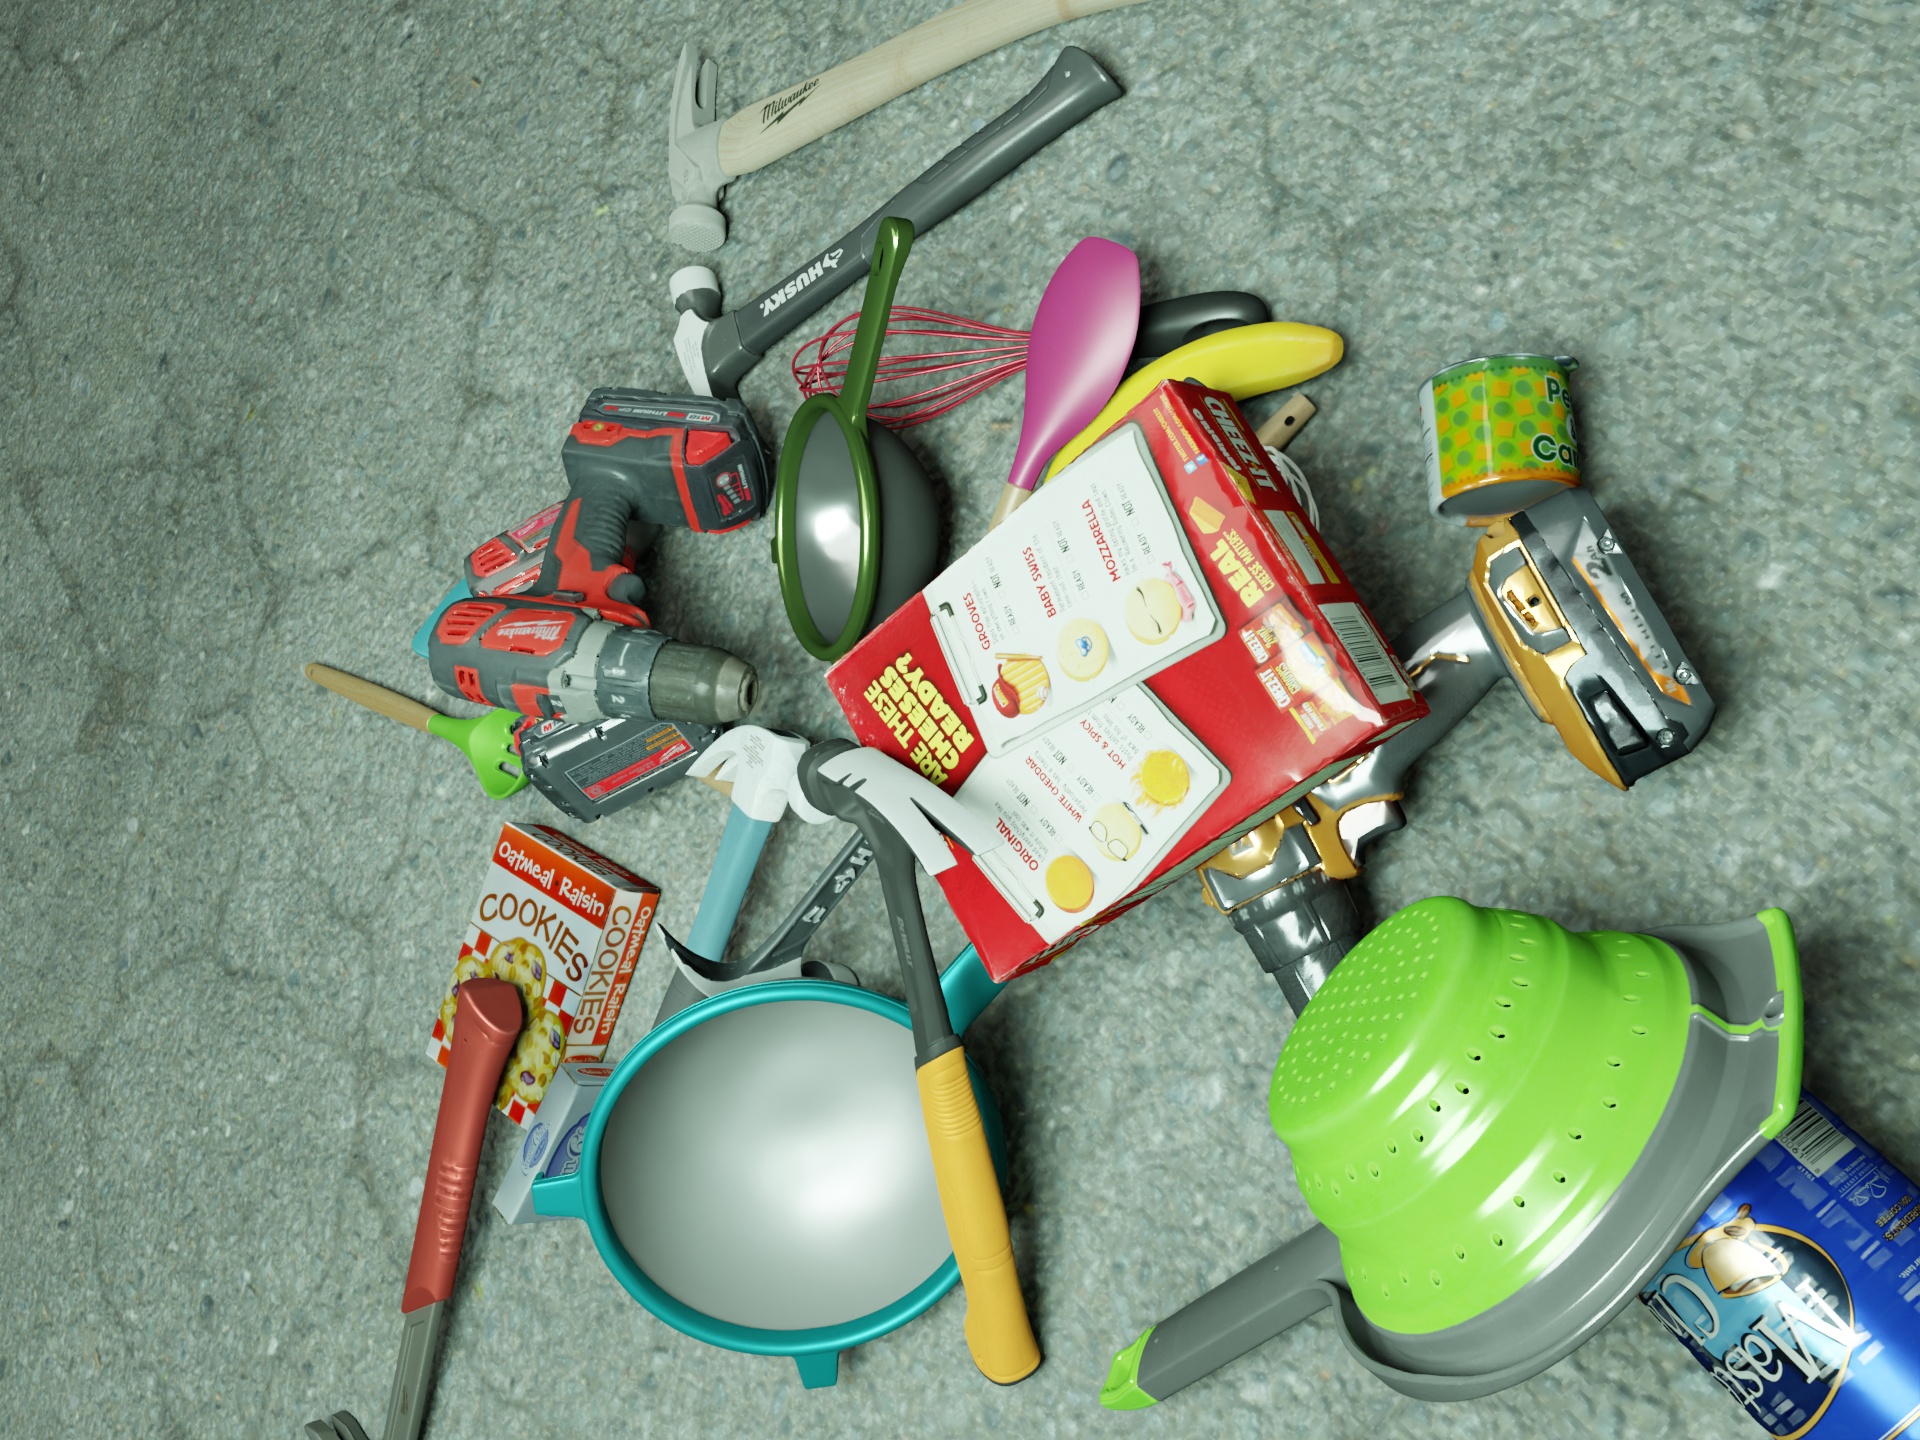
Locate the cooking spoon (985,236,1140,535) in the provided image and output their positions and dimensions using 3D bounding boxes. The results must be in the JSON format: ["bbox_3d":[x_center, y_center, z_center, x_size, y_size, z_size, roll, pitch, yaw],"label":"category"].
[{"bbox_3d":[0.023,-0.102,0.859,0.069,0.017,0.318,33,111,36],"label":"cooking spoon"}]

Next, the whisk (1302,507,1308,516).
[{"bbox_3d":[0.089,-0.019,0.778,0.245,0.051,0.047,-48,62,40],"label":"whisk"}]

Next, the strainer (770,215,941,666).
[{"bbox_3d":[-0.040,-0.151,0.879,0.152,0.069,0.256,-120,37,-44],"label":"strainer"}]

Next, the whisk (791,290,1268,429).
[{"bbox_3d":[0.029,-0.206,0.889,0.296,0.073,0.073,-1,80,30],"label":"whisk"}]

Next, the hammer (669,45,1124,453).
[{"bbox_3d":[-0.045,-0.295,0.974,0.335,0.035,0.146,-28,65,27],"label":"hammer"}]

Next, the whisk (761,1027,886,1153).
[{"bbox_3d":[-0.118,0.246,0.906,0.239,0.055,0.055,-47,58,13],"label":"whisk"}]

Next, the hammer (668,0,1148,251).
[{"bbox_3d":[-0.024,-0.421,0.985,0.411,0.038,0.146,-10,73,33],"label":"hammer"}]

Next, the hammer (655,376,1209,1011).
[{"bbox_3d":[-0.001,-0.003,0.815,0.409,0.149,0.036,-52,53,13],"label":"hammer"}]

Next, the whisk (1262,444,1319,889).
[{"bbox_3d":[0.152,-0.016,0.772,0.058,0.059,0.246,154,115,-69],"label":"whisk"}]

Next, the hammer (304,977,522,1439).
[{"bbox_3d":[-0.340,0.335,1.017,0.149,0.036,0.359,19,100,36],"label":"hammer"}]

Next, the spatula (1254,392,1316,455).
[{"bbox_3d":[0.067,-0.057,0.847,0.059,0.018,0.316,44,107,-6],"label":"spatula"}]

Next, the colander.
[{"bbox_3d":[0.142,0.181,0.637,0.094,0.205,0.397,38,130,-2],"label":"colander"}]

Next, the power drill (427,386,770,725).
[{"bbox_3d":[-0.182,-0.090,0.930,0.188,0.080,0.227,9,52,14],"label":"power drill"}]

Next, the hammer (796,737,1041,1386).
[{"bbox_3d":[-0.001,0.175,0.725,0.127,0.034,0.336,27,134,55],"label":"hammer"}]

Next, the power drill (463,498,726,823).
[{"bbox_3d":[-0.229,-0.057,1.011,0.143,0.078,0.220,-27,53,2],"label":"power drill"}]

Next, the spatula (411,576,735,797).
[{"bbox_3d":[-0.239,-0.014,1.045,0.318,0.044,0.082,27,73,34],"label":"spatula"}]

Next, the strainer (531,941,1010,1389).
[{"bbox_3d":[-0.044,0.166,0.818,0.340,0.211,0.095,-49,16,7],"label":"strainer"}]

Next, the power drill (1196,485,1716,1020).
[{"bbox_3d":[0.203,0.027,0.685,0.226,0.084,0.185,-30,76,21],"label":"power drill"}]

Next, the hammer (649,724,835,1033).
[{"bbox_3d":[-0.157,0.156,0.929,0.128,0.033,0.331,37,111,52],"label":"hammer"}]

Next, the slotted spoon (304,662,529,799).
[{"bbox_3d":[-0.397,-0.005,1.166,0.314,0.031,0.070,17,90,38],"label":"slotted spoon"}]
